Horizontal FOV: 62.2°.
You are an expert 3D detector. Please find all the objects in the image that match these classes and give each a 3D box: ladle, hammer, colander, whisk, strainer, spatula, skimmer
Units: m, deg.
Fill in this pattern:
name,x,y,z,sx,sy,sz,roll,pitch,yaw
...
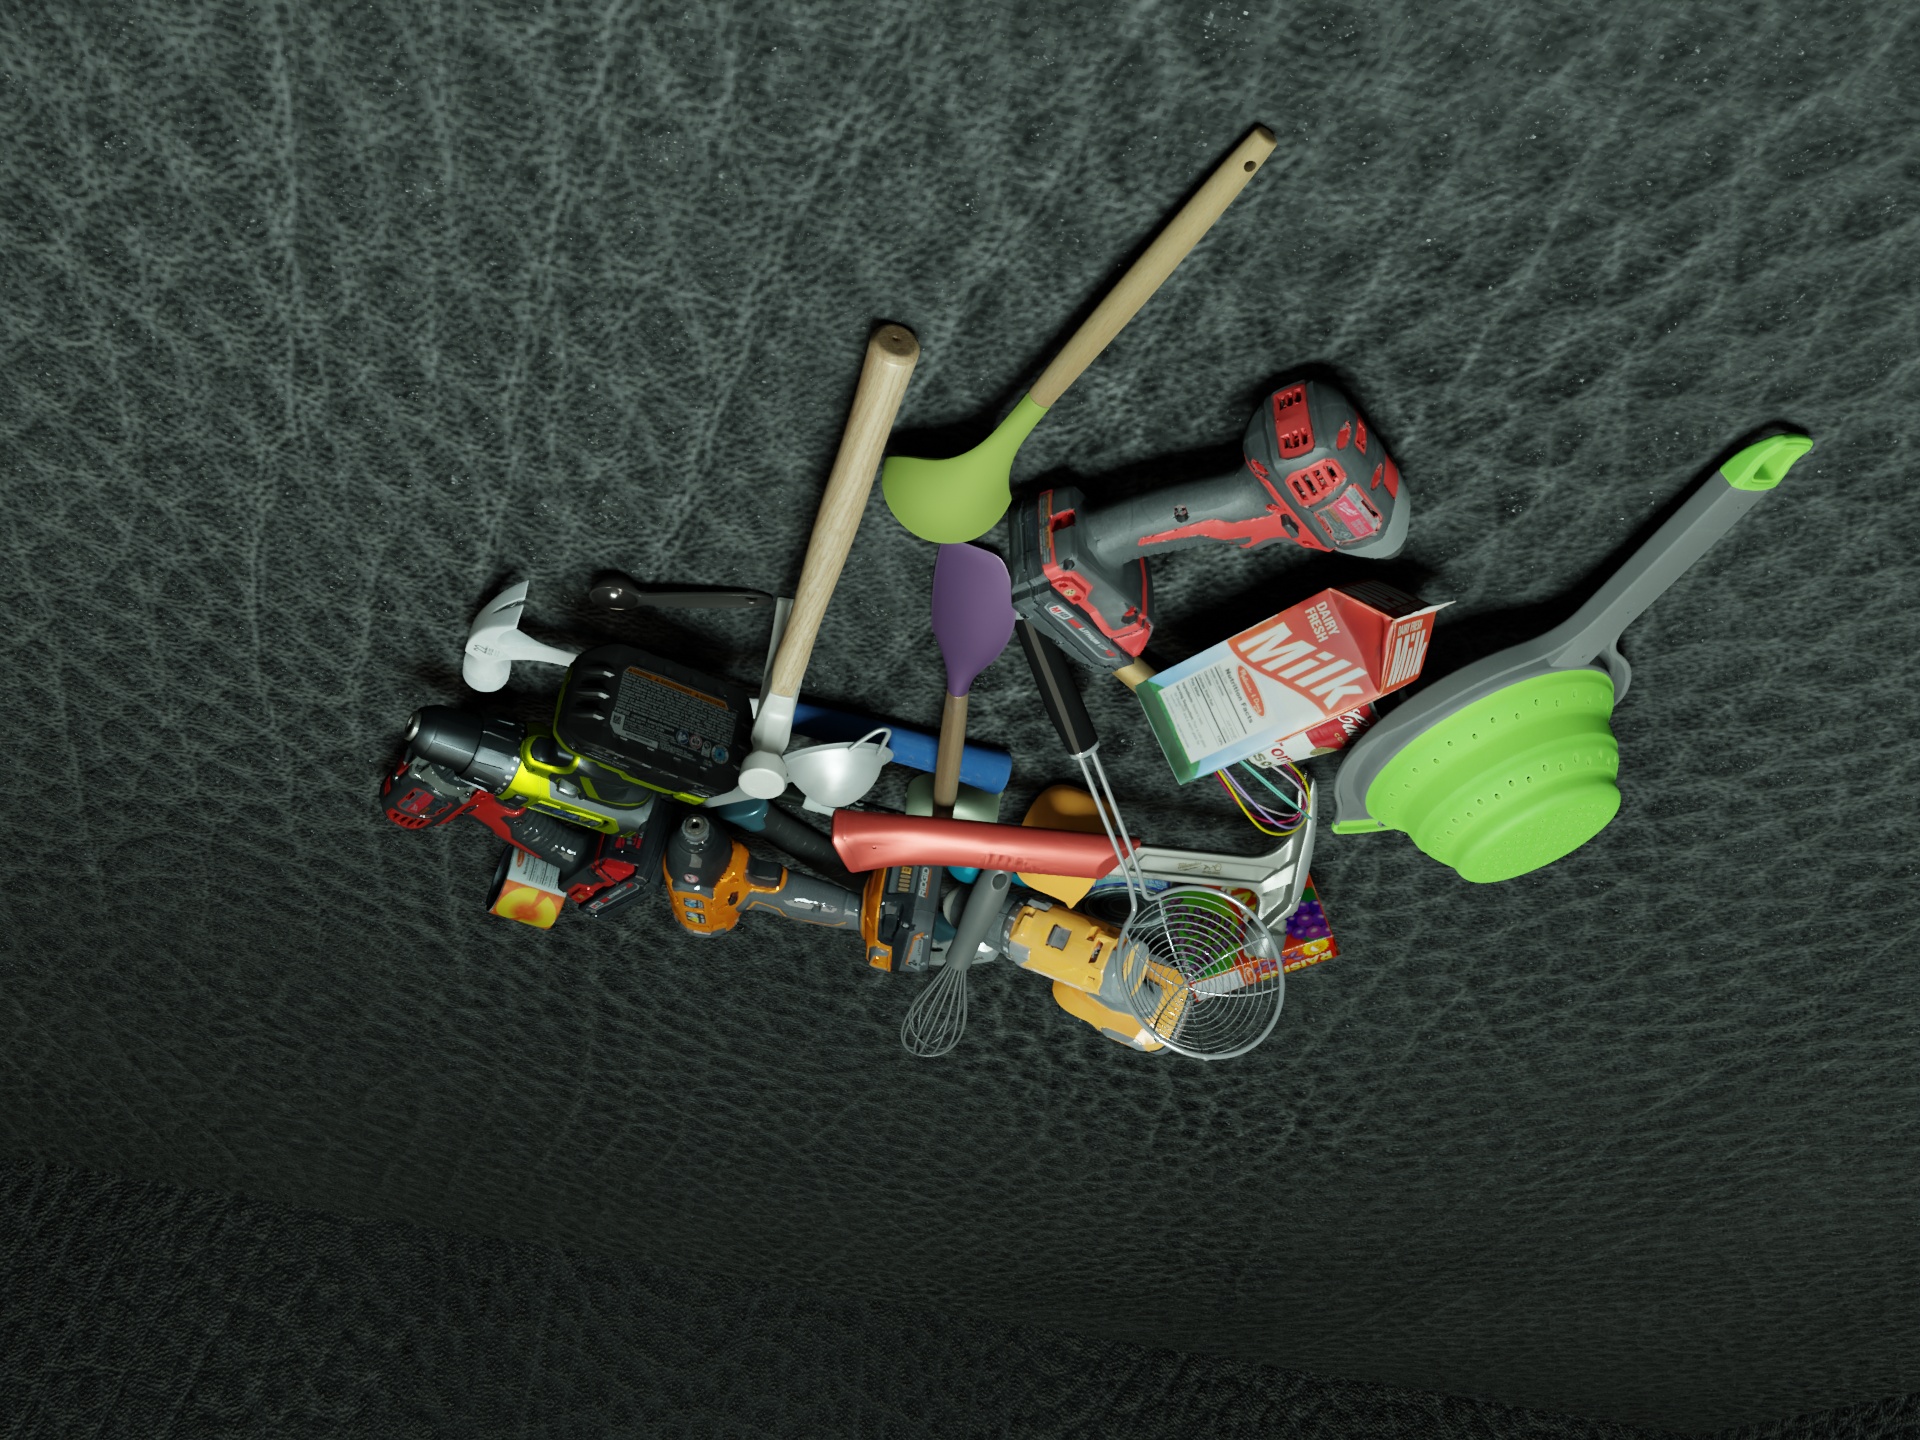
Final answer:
name,x,y,z,sx,sy,sz,roll,pitch,yaw
ladle,0.056,-0.197,0.844,0.078,0.062,0.320,18,140,-26
hammer,-0.154,-0.012,1.162,0.405,0.035,0.144,15,157,-15
colander,0.384,-0.007,0.971,0.204,0.095,0.397,-4,146,-29
whisk,0.164,0.006,1.106,0.244,0.051,0.047,38,106,-24
strainer,-0.135,0.048,1.204,0.086,0.050,0.258,8,166,-40
hammer,0.084,0.090,1.180,0.359,0.037,0.149,6,106,-8
whisk,0.001,0.201,1.330,0.055,0.055,0.238,14,126,-10
hammer,-0.082,-0.100,0.968,0.031,0.130,0.331,14,137,-10
spatula,-0.002,-0.004,1.122,0.060,0.018,0.315,22,139,12
hammer,-0.082,0.143,1.409,0.128,0.033,0.330,-21,138,35
skimmer,0.124,0.073,1.095,0.090,0.127,0.363,16,137,54

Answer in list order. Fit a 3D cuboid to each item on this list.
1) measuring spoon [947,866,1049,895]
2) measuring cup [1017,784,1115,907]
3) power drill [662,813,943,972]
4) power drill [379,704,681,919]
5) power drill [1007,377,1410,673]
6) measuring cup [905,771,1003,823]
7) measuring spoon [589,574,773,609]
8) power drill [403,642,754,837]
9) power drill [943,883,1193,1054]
name,x,y,z,sx,sy,sz,roll,pitch,yaw
measuring spoon,0.035,0.137,1.332,0.042,0.021,0.128,0,161,43
measuring cup,0.064,0.101,1.285,0.052,0.095,0.173,23,163,-16
power drill,-0.130,0.133,1.296,0.226,0.084,0.164,9,150,1
power drill,-0.345,0.069,1.308,0.226,0.080,0.188,30,141,-27
power drill,0.147,-0.108,0.922,0.219,0.079,0.143,-19,147,30
measuring cup,0.003,0.100,1.315,0.083,0.038,0.167,-2,145,15
measuring spoon,-0.190,-0.089,1.084,0.124,0.018,0.034,1,157,-3
power drill,-0.269,0.017,1.123,0.190,0.080,0.228,23,154,-32
power drill,0.097,0.212,1.401,0.185,0.084,0.226,17,165,30
